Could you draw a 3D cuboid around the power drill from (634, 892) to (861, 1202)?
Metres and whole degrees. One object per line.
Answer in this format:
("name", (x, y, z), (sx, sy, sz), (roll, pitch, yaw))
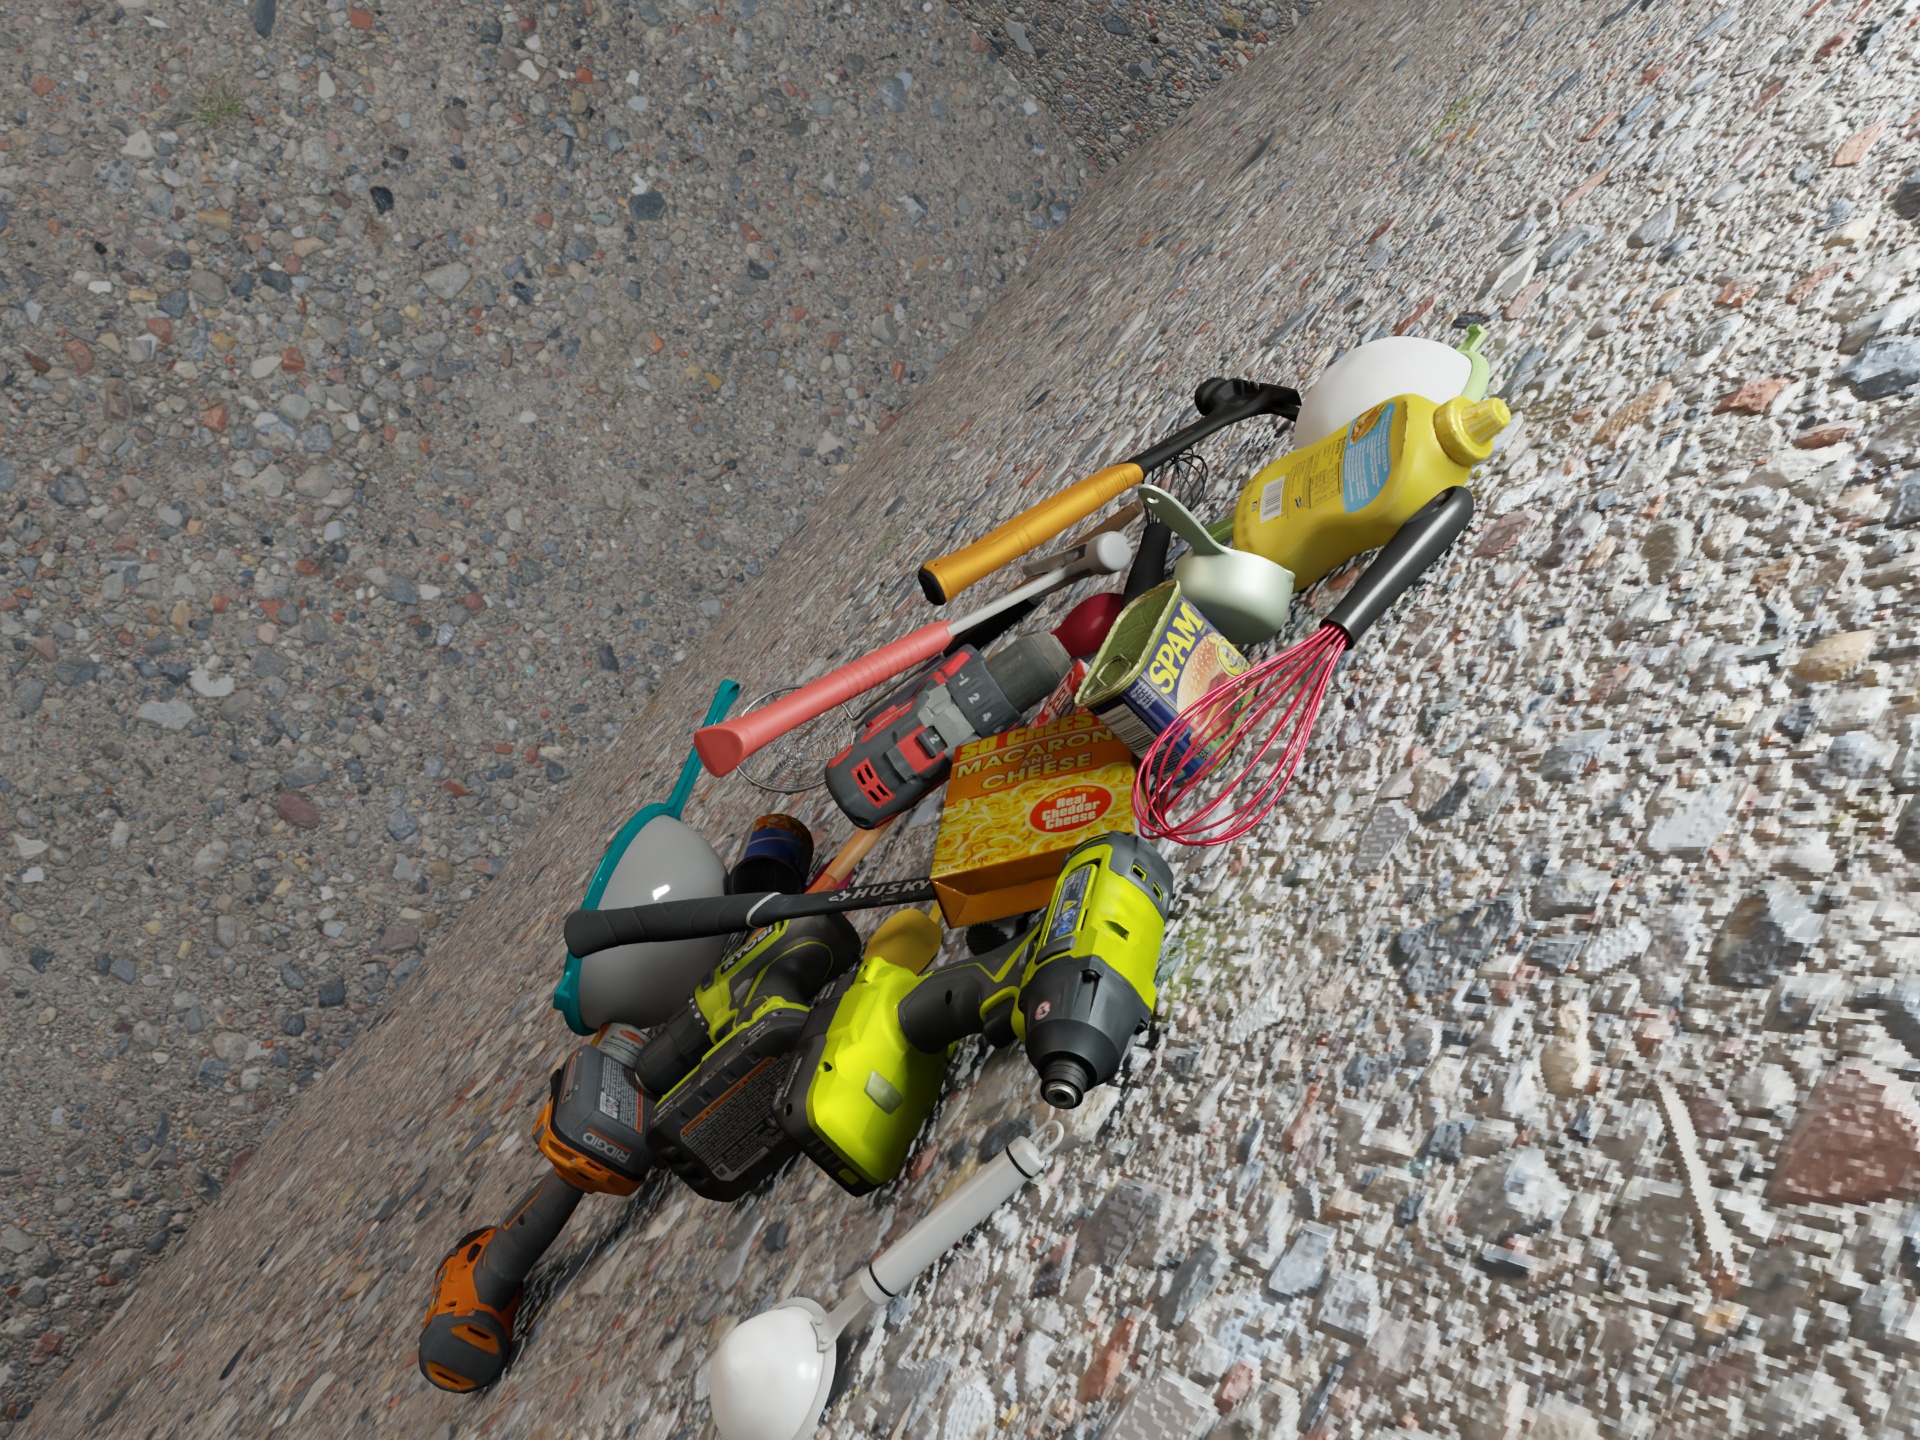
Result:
("power drill", (-0.152, 0.226, 1.091), (0.190, 0.080, 0.229), (-40, 15, 4))

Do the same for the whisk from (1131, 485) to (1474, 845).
("whisk", (0.198, -0.035, 0.883), (0.296, 0.073, 0.073), (-45, 14, -20))

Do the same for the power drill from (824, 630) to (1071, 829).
("power drill", (-0.002, -0.004, 1.168), (0.188, 0.080, 0.227), (-36, 2, 6))

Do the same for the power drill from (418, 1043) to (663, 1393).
("power drill", (-0.312, 0.357, 1.172), (0.226, 0.084, 0.164), (-55, 15, 4))

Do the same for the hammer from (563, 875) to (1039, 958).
("hammer", (-0.115, 0.124, 1.087), (0.409, 0.036, 0.149), (-10, 26, 30))

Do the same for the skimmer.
("skimmer", (-0.076, -0.043, 1.551), (0.363, 0.090, 0.127), (-34, 52, 31))

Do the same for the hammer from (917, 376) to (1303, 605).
("hammer", (0.115, -0.181, 1.256), (0.337, 0.034, 0.127), (-32, 28, -16))

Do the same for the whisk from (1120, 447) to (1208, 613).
("whisk", (0.161, -0.148, 1.282), (0.055, 0.055, 0.239), (-33, 25, 40))

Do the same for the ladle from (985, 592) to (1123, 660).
("ladle", (0.050, -0.057, 1.378), (0.069, 0.031, 0.315), (-55, 16, -26))

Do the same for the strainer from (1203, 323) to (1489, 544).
("strainer", (0.246, -0.197, 1.124), (0.256, 0.069, 0.152), (-30, 23, 42))

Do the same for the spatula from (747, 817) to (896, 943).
("spatula", (-0.088, 0.119, 1.288), (0.081, 0.041, 0.323), (3, 41, 43))

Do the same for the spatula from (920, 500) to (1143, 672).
("spatula", (0.061, -0.123, 1.523), (0.316, 0.018, 0.060), (-34, 20, 41))

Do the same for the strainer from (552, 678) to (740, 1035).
("strainer", (-0.234, 0.128, 1.401), (0.210, 0.095, 0.340), (81, -151, -71))

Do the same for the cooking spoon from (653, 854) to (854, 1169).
("cooking spoon", (-0.159, 0.216, 1.255), (0.069, 0.017, 0.319), (-26, 26, 45))

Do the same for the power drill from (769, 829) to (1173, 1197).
("power drill", (0.007, 0.164, 0.849), (0.223, 0.080, 0.171), (-32, 20, 33))

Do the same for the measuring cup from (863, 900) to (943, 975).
("measuring cup", (-0.022, 0.120, 1.114), (0.062, 0.029, 0.157), (-29, 25, 48))

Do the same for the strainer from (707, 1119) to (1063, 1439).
("strainer", (-0.048, 0.279, 0.777), (0.258, 0.050, 0.087), (-42, 32, 5))

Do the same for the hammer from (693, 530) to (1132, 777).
("hammer", (-0.041, -0.052, 1.196), (0.359, 0.036, 0.149), (-29, 7, -26))

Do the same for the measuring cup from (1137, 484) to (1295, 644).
("measuring cup", (0.147, -0.092, 0.977), (0.083, 0.167, 0.038), (2, 70, 35))
